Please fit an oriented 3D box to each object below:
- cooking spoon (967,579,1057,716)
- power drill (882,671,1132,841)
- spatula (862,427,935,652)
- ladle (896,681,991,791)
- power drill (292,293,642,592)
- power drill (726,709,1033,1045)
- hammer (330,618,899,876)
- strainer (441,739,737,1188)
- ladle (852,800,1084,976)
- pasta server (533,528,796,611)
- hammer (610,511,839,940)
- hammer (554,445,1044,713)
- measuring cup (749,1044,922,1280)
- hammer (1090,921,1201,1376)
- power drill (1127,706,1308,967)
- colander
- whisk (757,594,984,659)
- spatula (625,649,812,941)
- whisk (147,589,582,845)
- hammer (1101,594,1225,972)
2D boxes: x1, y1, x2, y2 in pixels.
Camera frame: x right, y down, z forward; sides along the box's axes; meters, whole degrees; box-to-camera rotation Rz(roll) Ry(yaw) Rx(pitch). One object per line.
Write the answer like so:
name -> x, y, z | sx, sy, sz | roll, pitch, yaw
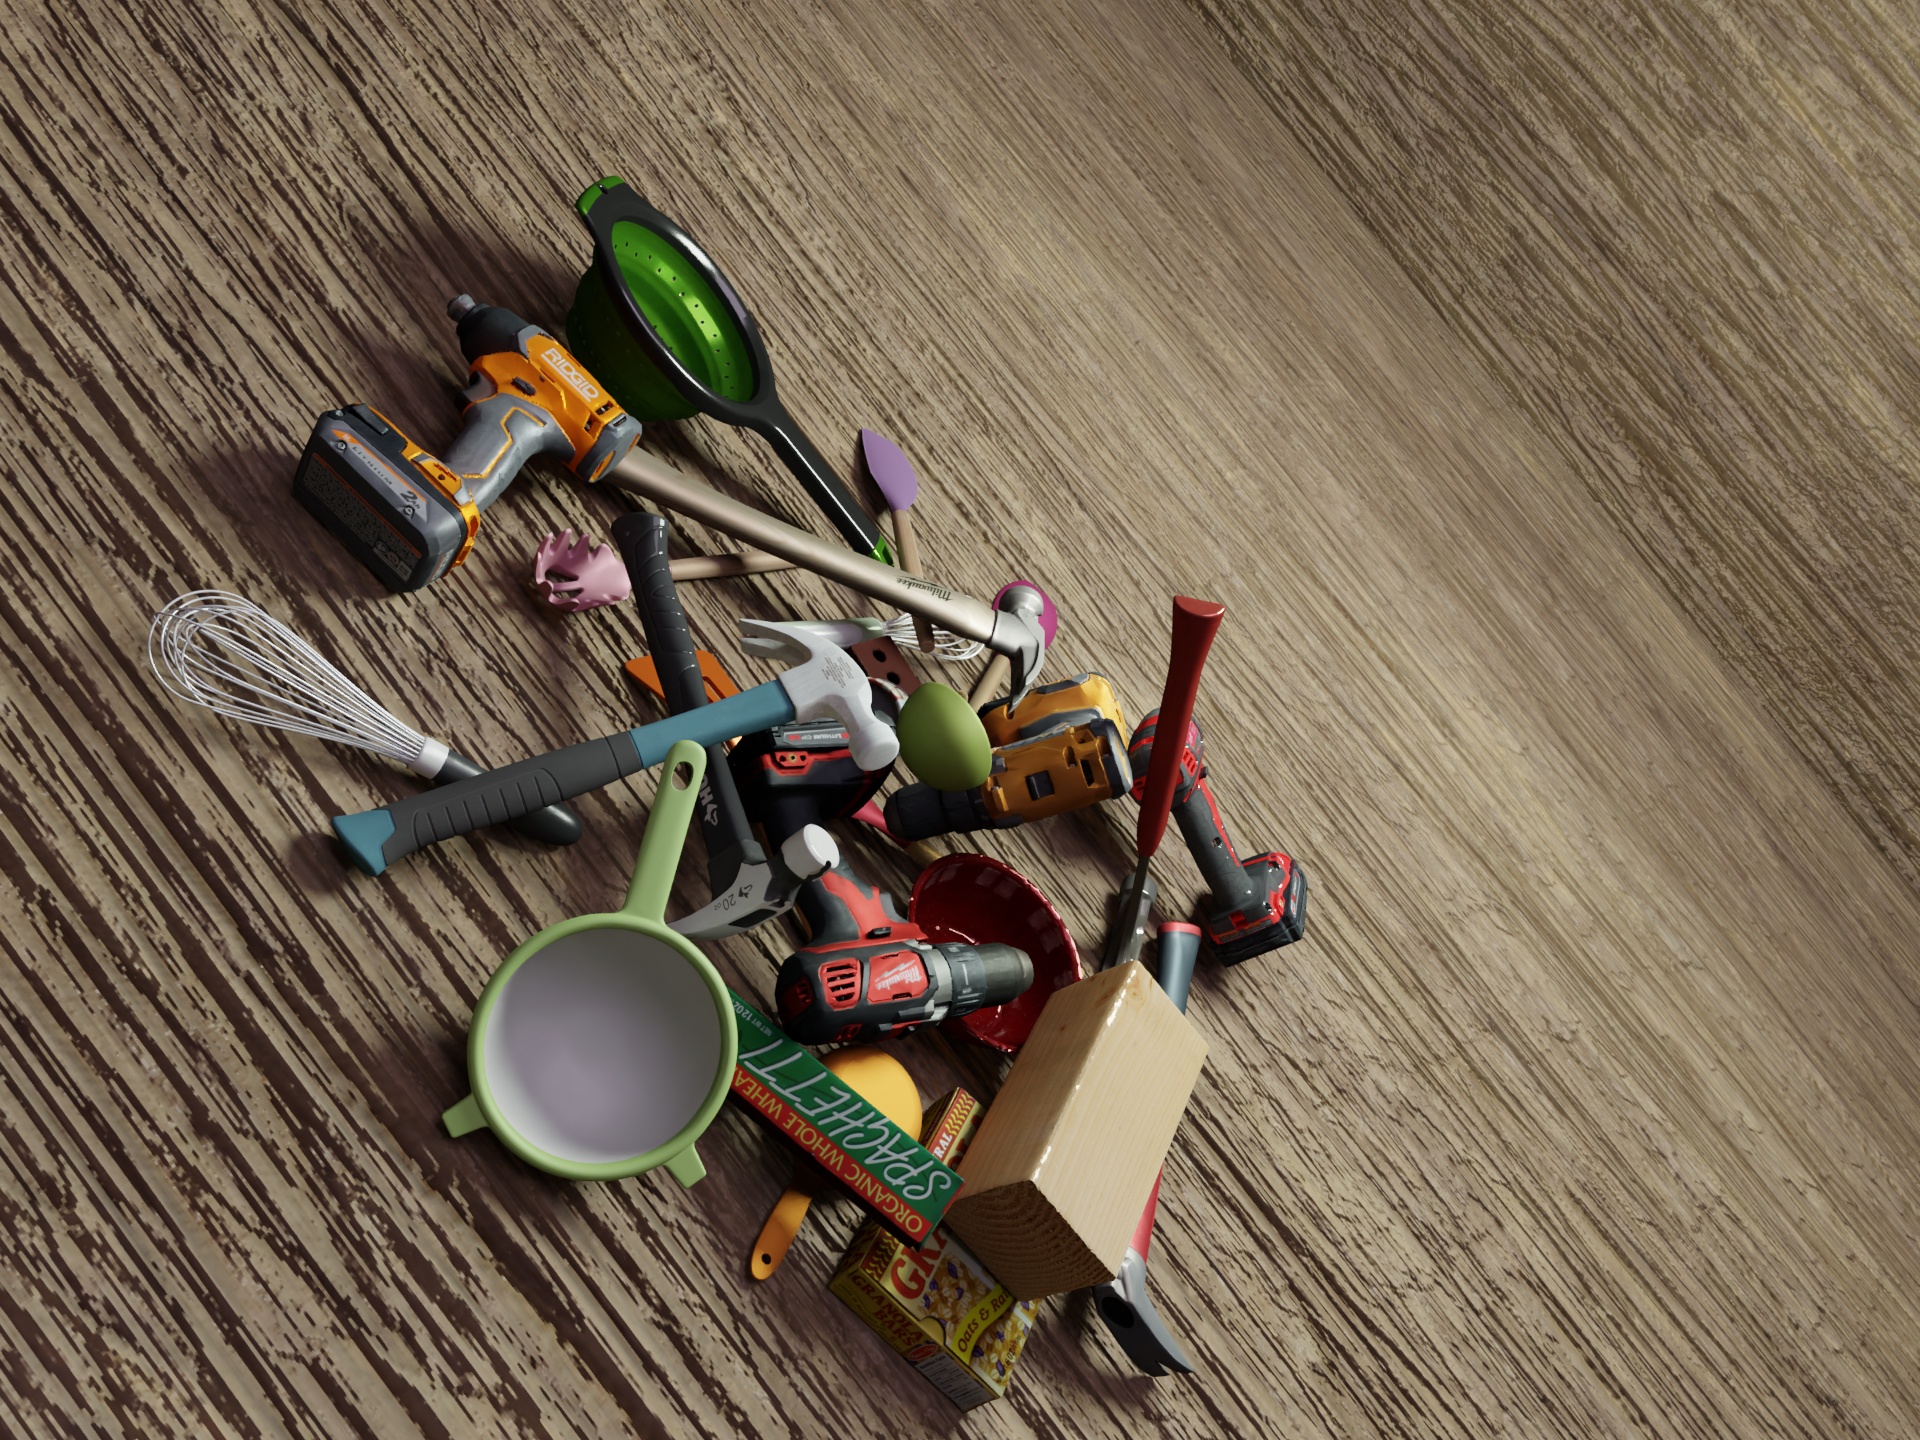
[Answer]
cooking spoon -> 0.030, -0.039, 1.410 | 0.068, 0.017, 0.319 | 41, 38, -9
power drill -> 0.043, 0.034, 1.246 | 0.226, 0.185, 0.084 | -57, 129, -76
spatula -> -0.049, -0.164, 1.402 | 0.059, 0.018, 0.316 | 25, 33, -29
ladle -> -0.002, -0.004, 1.189 | 0.078, 0.062, 0.320 | 62, 8, -5
power drill -> -0.349, -0.205, 1.110 | 0.164, 0.084, 0.226 | 45, 45, -4
power drill -> -0.057, 0.108, 1.086 | 0.187, 0.080, 0.227 | -1, 59, -36
hammer -> -0.213, 0.024, 0.976 | 0.331, 0.033, 0.128 | -19, 56, -18
strainer -> -0.197, 0.137, 0.939 | 0.151, 0.069, 0.256 | 17, 80, -14
ladle -> -0.022, 0.111, 1.230 | 0.315, 0.031, 0.069 | 39, 35, -16
pasta server -> -0.204, -0.121, 1.236 | 0.316, 0.040, 0.060 | -13, 78, -50
hammer -> -0.188, -0.007, 1.079 | 0.035, 0.146, 0.335 | 22, 39, -52
hammer -> -0.122, -0.129, 1.249 | 0.410, 0.038, 0.146 | 23, 33, -11
measuring cup -> -0.081, 0.278, 1.006 | 0.095, 0.052, 0.174 | 43, 36, -8
hammer -> 0.155, 0.301, 1.217 | 0.143, 0.038, 0.387 | 59, 28, -23
power drill -> 0.217, 0.090, 1.382 | 0.219, 0.078, 0.143 | 58, 24, -14
colander -> -0.202, -0.250, 1.313 | 0.396, 0.094, 0.205 | 51, 23, -21
whisk -> -0.066, -0.073, 1.326 | 0.246, 0.059, 0.058 | -6, 102, -42
spatula -> -0.140, 0.082, 1.142 | 0.081, 0.041, 0.323 | -14, 73, -48
whisk -> -0.355, 0.008, 0.972 | 0.284, 0.070, 0.070 | 33, 40, -28
hammer -> 0.147, 0.062, 1.199 | 0.037, 0.358, 0.149 | 13, 40, 8
